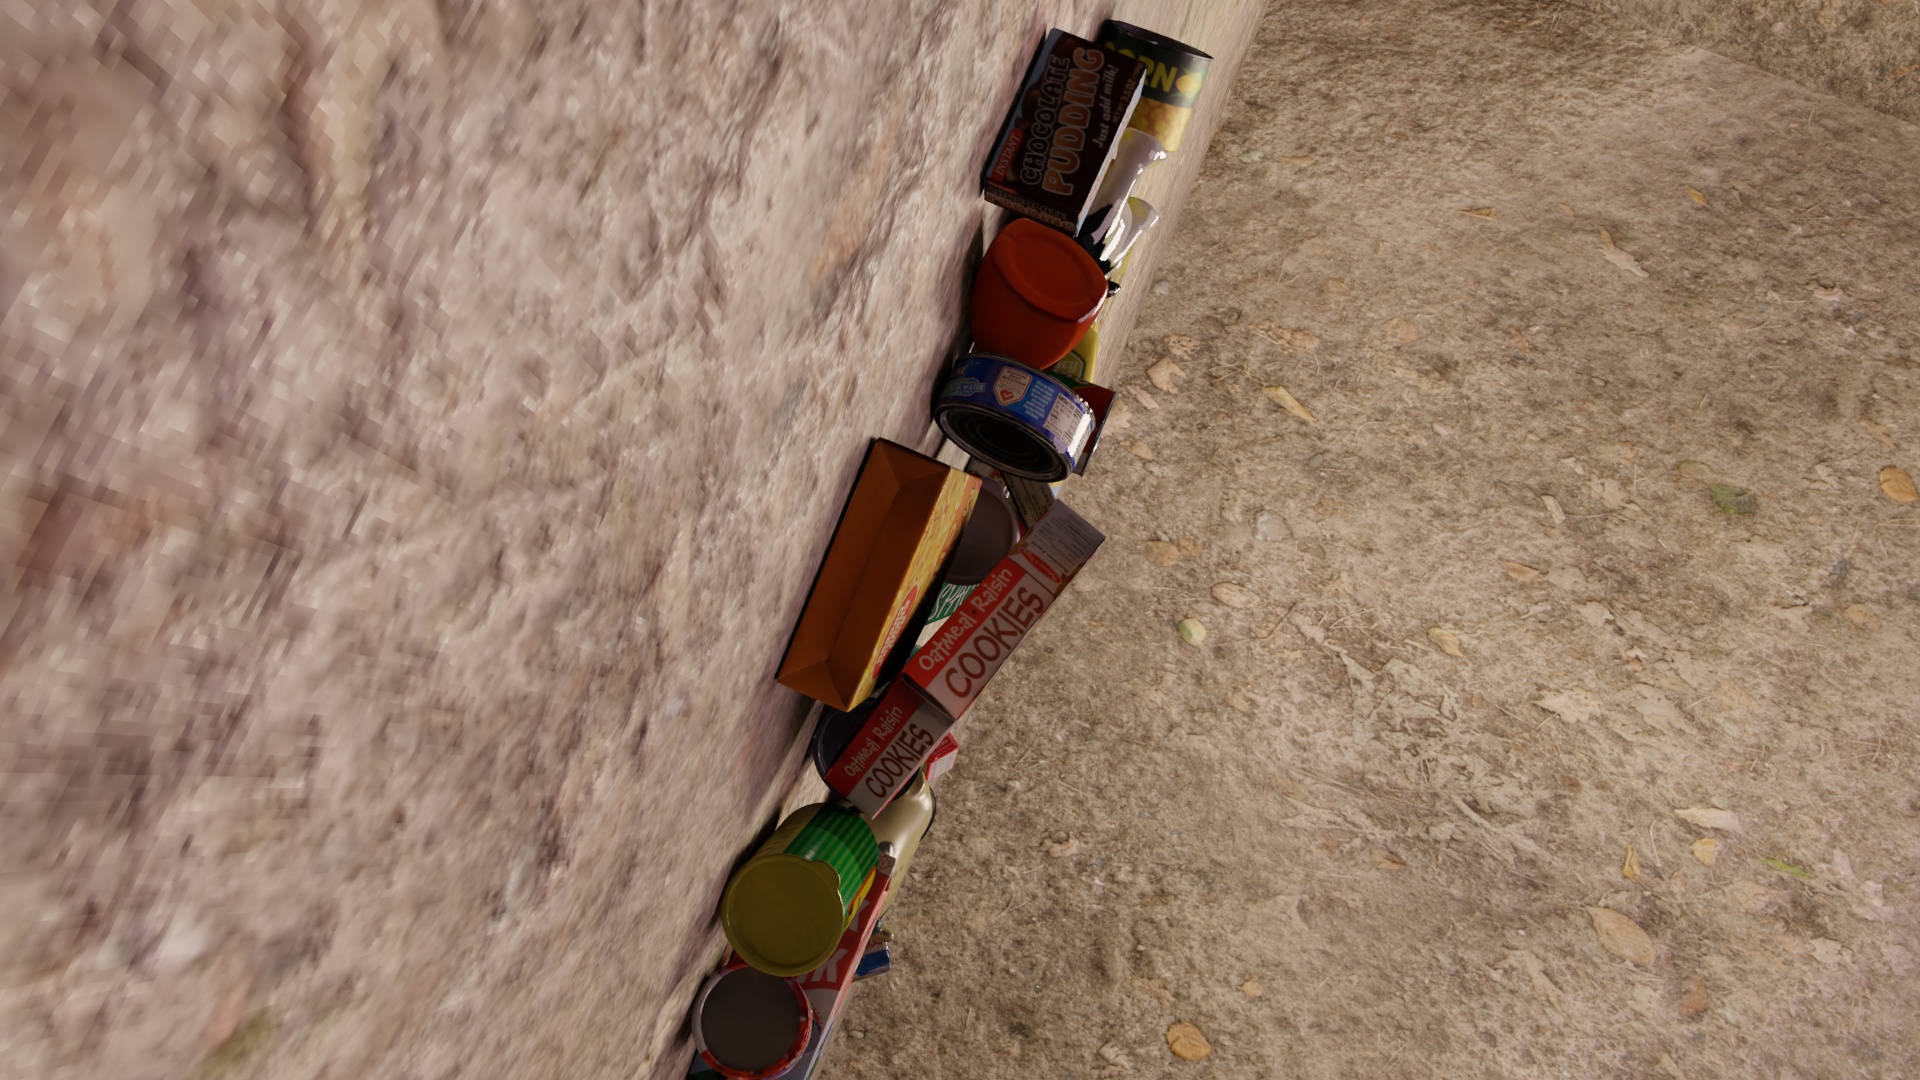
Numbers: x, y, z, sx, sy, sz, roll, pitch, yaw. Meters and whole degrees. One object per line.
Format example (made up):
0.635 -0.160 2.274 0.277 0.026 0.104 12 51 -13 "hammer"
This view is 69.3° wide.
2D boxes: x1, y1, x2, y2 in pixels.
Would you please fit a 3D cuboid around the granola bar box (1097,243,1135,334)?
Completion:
0.110 -0.208 1.232 0.123 0.039 0.166 105 9 -54 "granola bar box"

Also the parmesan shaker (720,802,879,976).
-0.084 0.190 0.777 0.103 0.071 0.071 -31 143 -81 "parmesan shaker"

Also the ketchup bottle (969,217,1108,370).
0.032 -0.117 0.747 0.043 0.065 0.148 -51 180 -14 "ketchup bottle"

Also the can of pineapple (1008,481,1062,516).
0.050 -0.048 1.130 0.071 0.071 0.057 -42 154 -77 "can of pineapple"

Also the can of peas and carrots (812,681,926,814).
-0.050 0.123 0.845 0.059 0.071 0.071 -40 152 -80 "can of peas and carrots"

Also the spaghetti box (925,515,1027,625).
0.021 0.015 1.004 0.251 0.029 0.050 -17 131 -64 "spaghetti box"

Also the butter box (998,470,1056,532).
0.034 -0.051 0.861 0.024 0.103 0.053 -24 171 0 "butter box"

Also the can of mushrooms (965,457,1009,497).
0.019 -0.039 1.056 0.071 0.033 0.071 18 94 -85 "can of mushrooms"

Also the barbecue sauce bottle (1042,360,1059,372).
0.073 -0.175 0.980 0.149 0.044 0.064 -61 172 -54 "barbecue sauce bottle"

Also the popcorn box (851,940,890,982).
-0.100 0.333 1.106 0.126 0.085 0.038 97 -22 -70 "popcorn box"

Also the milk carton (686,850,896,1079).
-0.104 0.270 0.889 0.073 0.072 0.190 -45 156 -75 "milk carton"

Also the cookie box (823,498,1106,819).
0.003 0.064 0.772 0.168 0.040 0.122 -46 173 -42 "cookie box"

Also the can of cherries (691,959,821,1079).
-0.117 0.279 0.805 0.058 0.071 0.072 98 15 -67 "can of cherries"

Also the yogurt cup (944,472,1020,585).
0.003 -0.011 0.866 0.054 0.072 0.072 -79 -170 -76 "yogurt cup"

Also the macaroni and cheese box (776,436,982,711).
-0.035 0.016 0.711 0.166 0.040 0.123 -1 114 -84 "macaroni and cheese box"

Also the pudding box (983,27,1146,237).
0.048 -0.190 0.648 0.030 0.050 0.084 94 20 -79 "pudding box"

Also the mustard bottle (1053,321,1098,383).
0.076 -0.135 1.096 0.048 0.065 0.161 105 3 -67 "mustard bottle"

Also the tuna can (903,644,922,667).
-0.051 0.098 0.929 0.071 0.033 0.071 18 94 -85 "tuna can"

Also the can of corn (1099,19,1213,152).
0.108 -0.270 0.826 0.071 0.071 0.058 -56 168 -64 "can of corn"

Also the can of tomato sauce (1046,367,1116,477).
0.063 -0.093 0.999 0.071 0.083 0.071 18 94 -85 "can of tomato sauce"
